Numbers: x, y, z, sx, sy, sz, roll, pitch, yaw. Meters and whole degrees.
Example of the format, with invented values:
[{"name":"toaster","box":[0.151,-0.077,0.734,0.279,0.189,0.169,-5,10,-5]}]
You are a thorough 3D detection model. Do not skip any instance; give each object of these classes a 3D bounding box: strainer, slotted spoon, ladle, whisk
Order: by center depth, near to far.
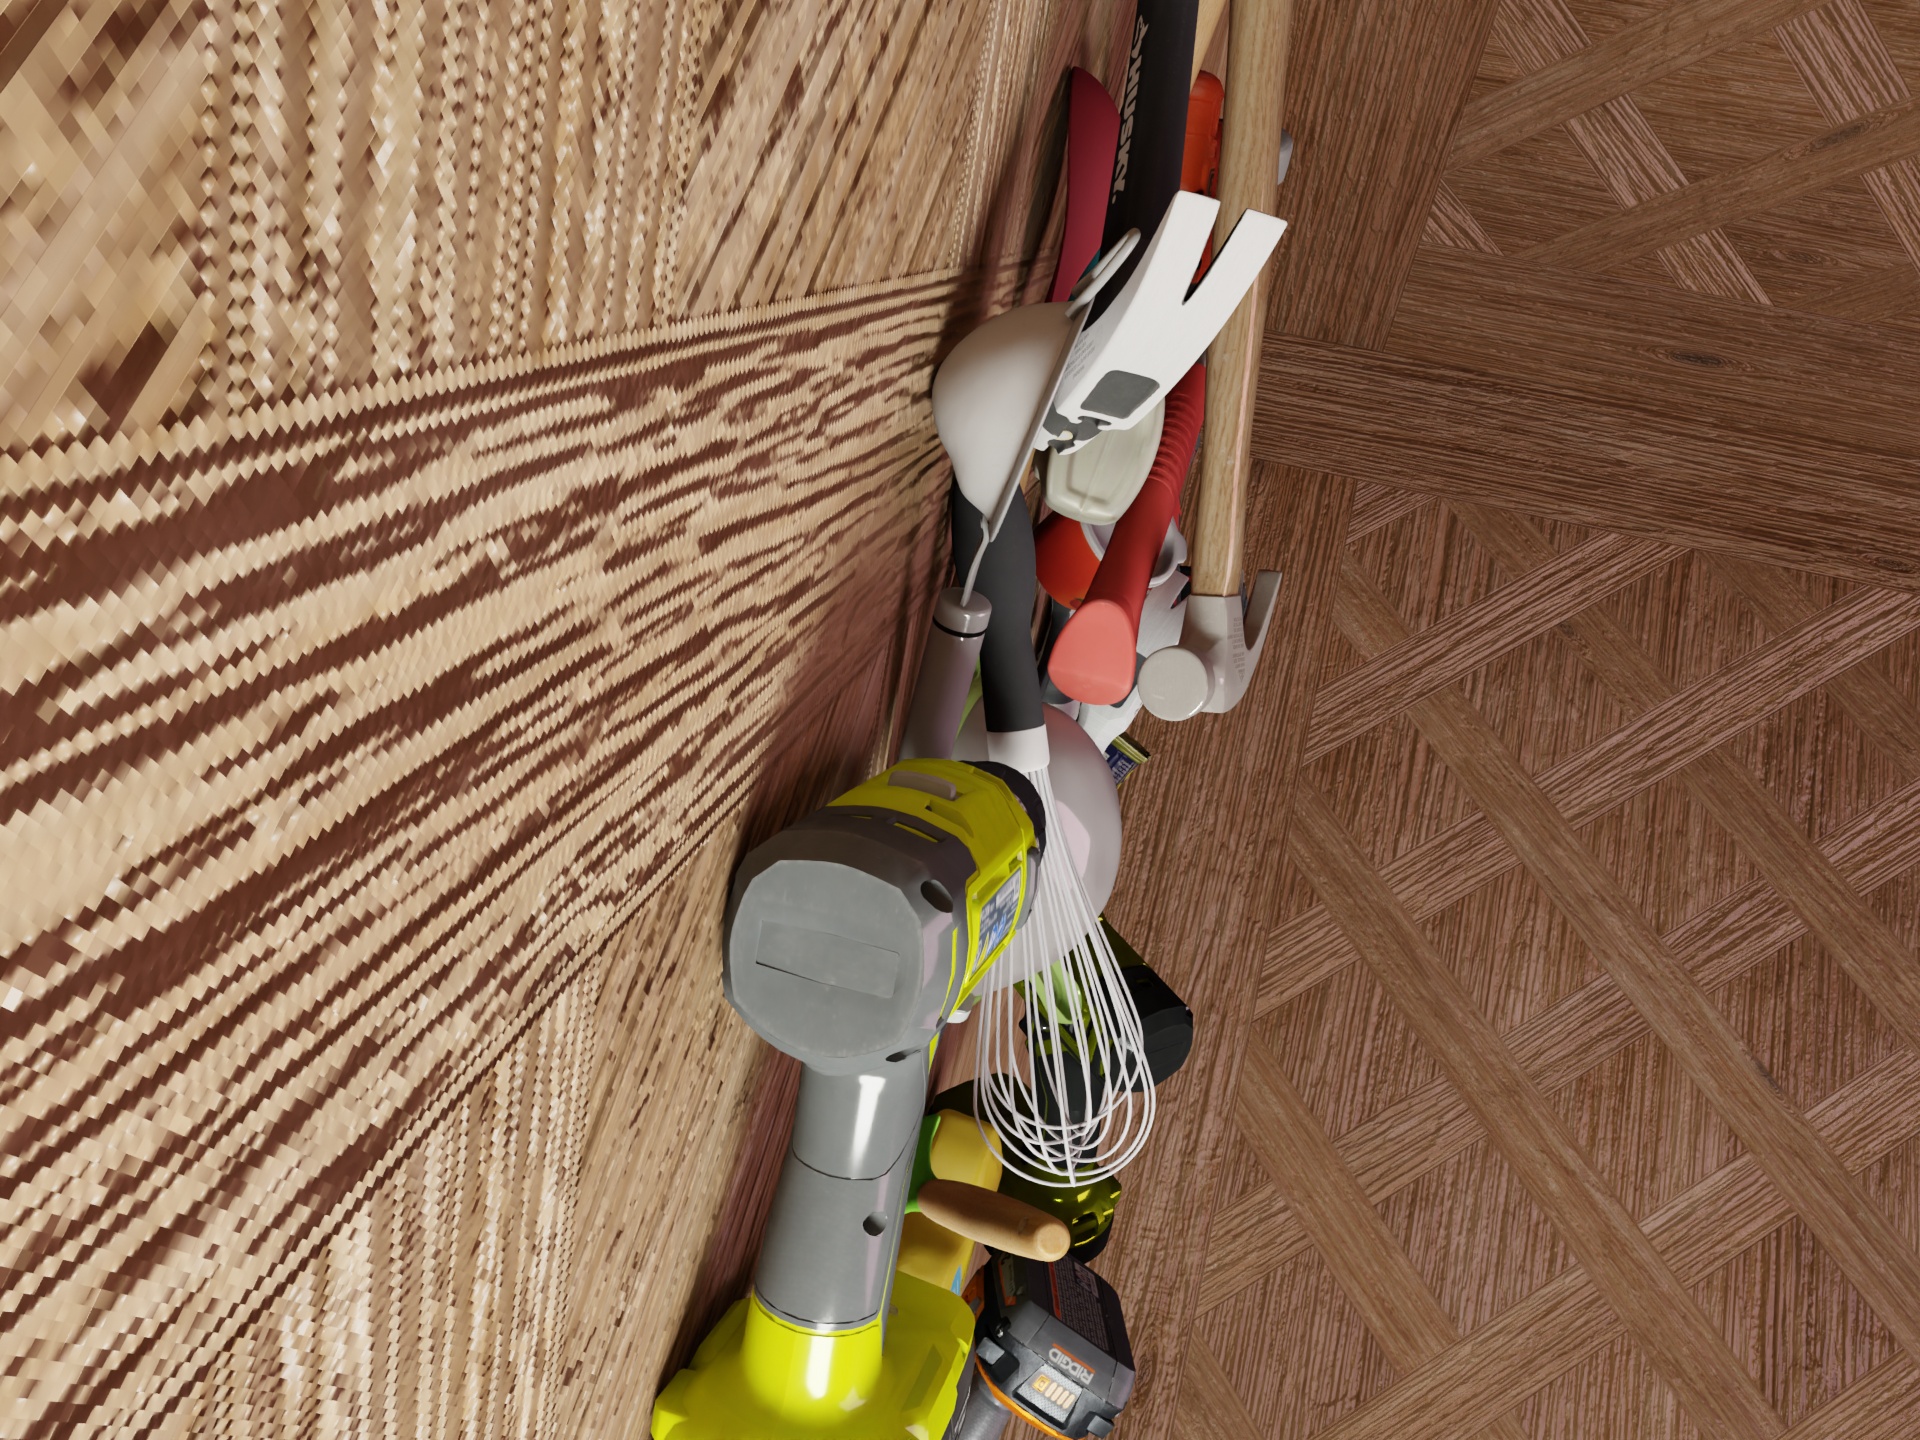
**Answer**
[{"name":"strainer","box":[0.000,-0.044,0.534,0.087,0.050,0.258,-74,179,-60]},{"name":"whisk","box":[0.024,0.042,0.597,0.070,0.070,0.284,-43,126,-76]},{"name":"ladle","box":[0.019,-0.102,0.620,0.069,0.031,0.315,39,66,-79]},{"name":"slotted spoon","box":[-0.005,0.196,0.653,0.070,0.031,0.313,-61,-175,-17]},{"name":"strainer","box":[0.045,0.084,0.726,0.256,0.069,0.152,64,37,-52]}]

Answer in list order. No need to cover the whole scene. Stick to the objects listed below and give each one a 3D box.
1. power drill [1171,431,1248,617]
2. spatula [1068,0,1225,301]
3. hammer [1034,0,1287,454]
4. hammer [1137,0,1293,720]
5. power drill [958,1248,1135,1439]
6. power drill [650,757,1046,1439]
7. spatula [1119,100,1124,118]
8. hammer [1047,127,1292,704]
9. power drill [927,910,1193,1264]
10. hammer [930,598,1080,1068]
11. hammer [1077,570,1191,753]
[{"name":"power drill","box":[0.154,-0.147,1.155,0.226,0.080,0.188,72,34,-44]},{"name":"spatula","box":[0.086,-0.233,0.700,0.317,0.044,0.082,112,-1,-63]},{"name":"hammer","box":[0.076,-0.269,0.549,0.146,0.035,0.335,156,-56,-71]},{"name":"hammer","box":[0.120,-0.169,0.691,0.130,0.031,0.331,-15,110,-66]},{"name":"power drill","box":[-0.003,0.401,0.844,0.226,0.084,0.164,-54,-177,4]},{"name":"power drill","box":[-0.023,0.123,0.488,0.190,0.080,0.228,-27,128,-74]},{"name":"spatula","box":[0.101,-0.318,0.635,0.315,0.018,0.060,119,-24,-71]},{"name":"hammer","box":[0.106,-0.141,0.787,0.149,0.037,0.359,95,13,-51]},{"name":"power drill","box":[0.047,0.200,0.936,0.080,0.171,0.223,-12,129,-31]},{"name":"hammer","box":[0.013,0.058,0.812,0.409,0.036,0.149,-68,167,-48]},{"name":"hammer","box":[0.120,-0.024,0.966,0.128,0.033,0.331,-60,169,9]}]
